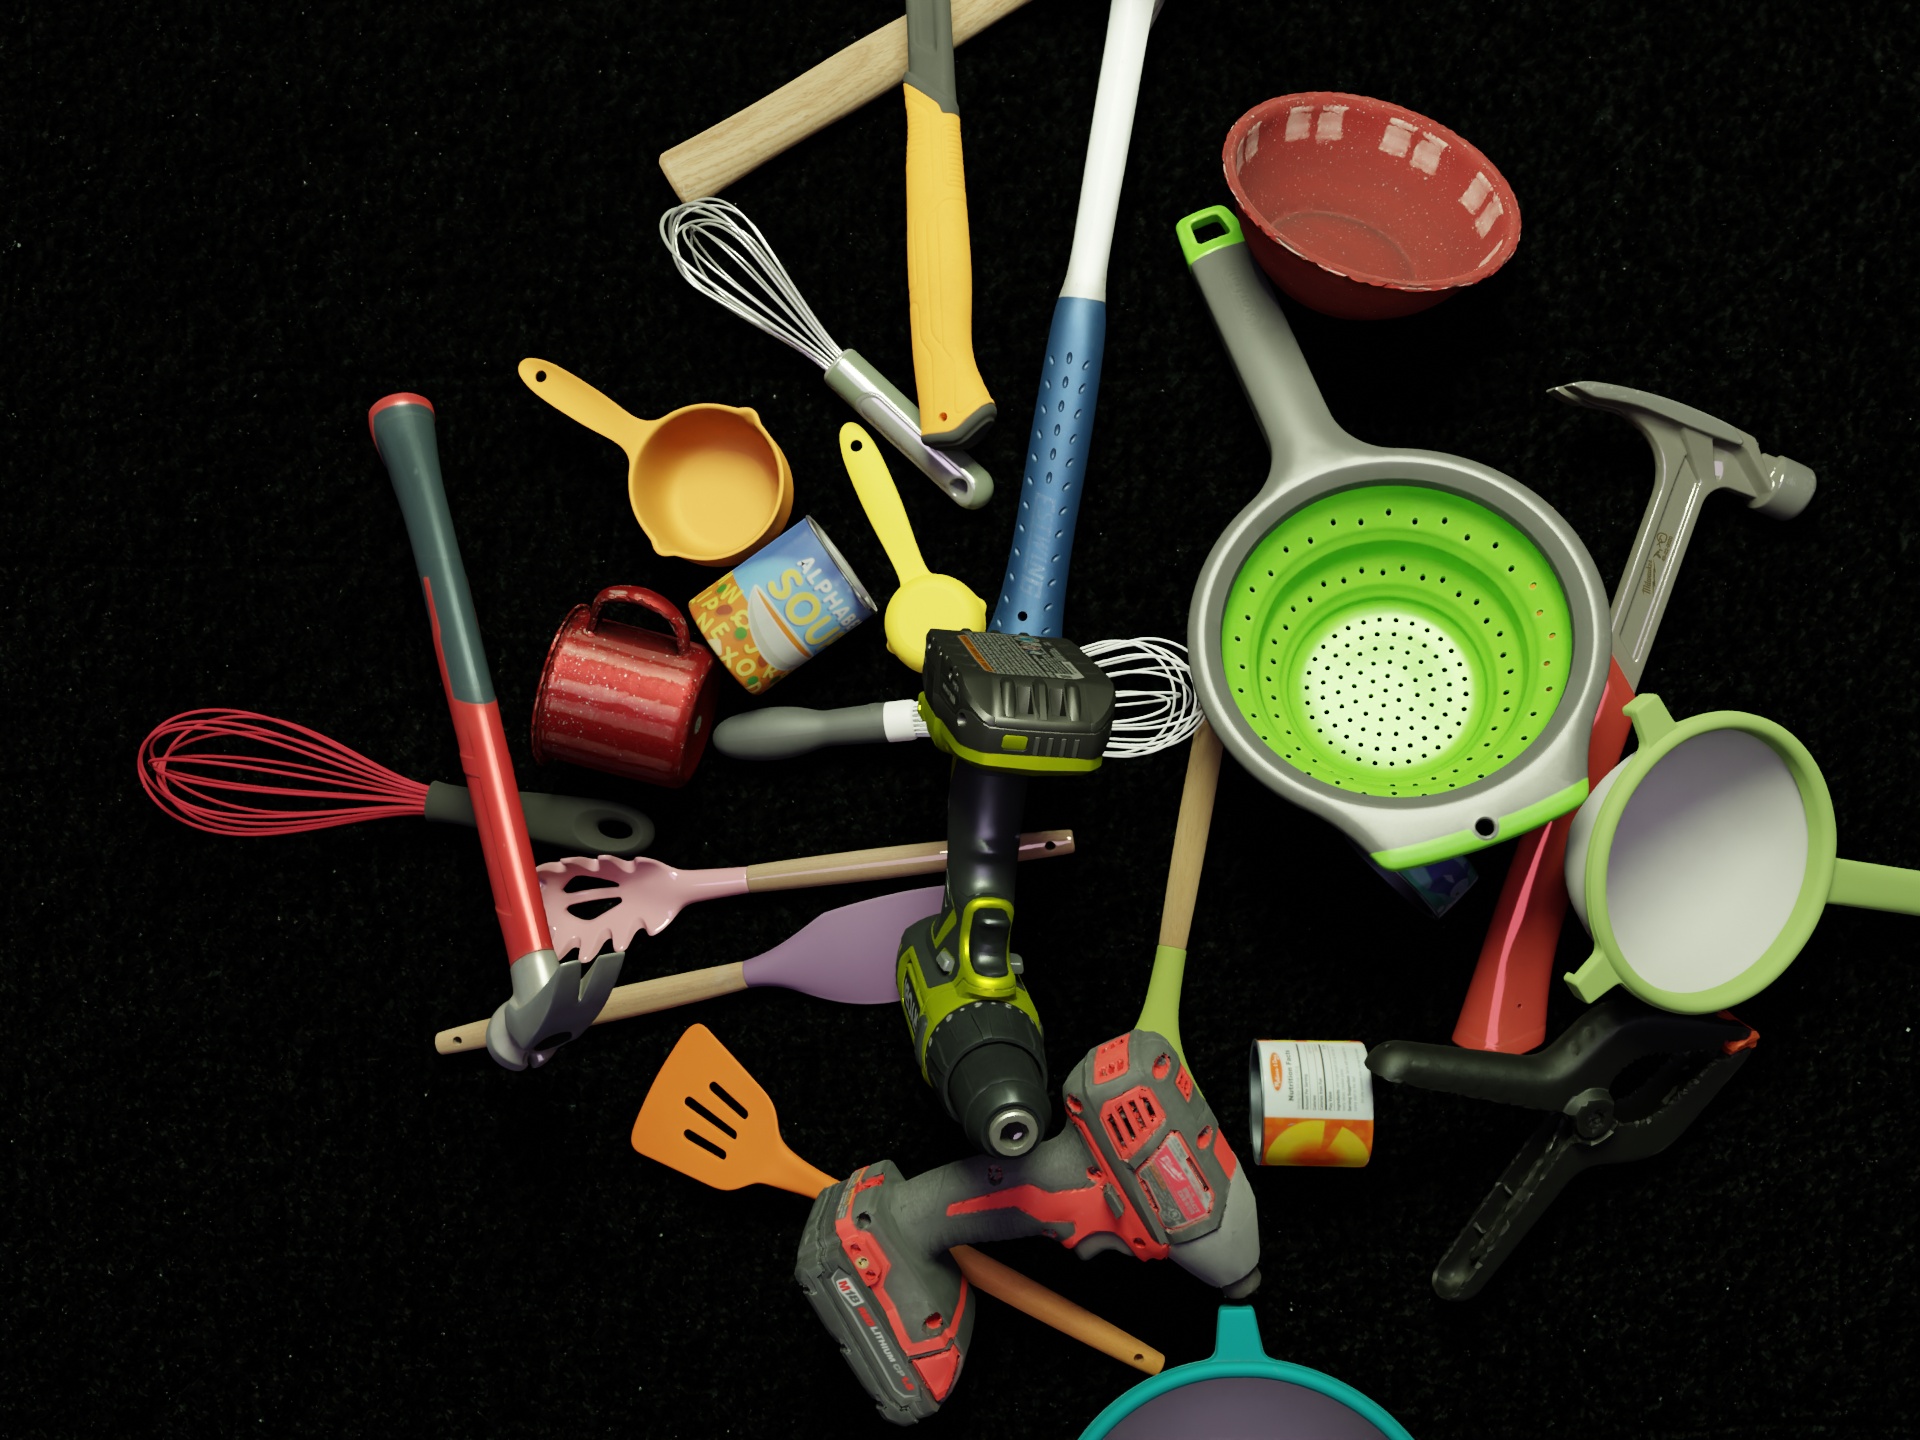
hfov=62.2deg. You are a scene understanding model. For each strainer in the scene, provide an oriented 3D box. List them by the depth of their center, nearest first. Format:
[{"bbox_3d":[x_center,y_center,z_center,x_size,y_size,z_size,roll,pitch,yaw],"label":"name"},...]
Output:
[{"bbox_3d":[0.407,0.074,0.822,0.256,0.069,0.151,9,95,-22],"label":"strainer"},{"bbox_3d":[0.106,0.473,0.829,0.211,0.095,0.340,43,93,8],"label":"strainer"}]

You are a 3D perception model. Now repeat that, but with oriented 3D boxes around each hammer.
[{"bbox_3d":[0.329,0.006,0.850,0.149,0.037,0.359,19,91,-7],"label":"hammer"},{"bbox_3d":[-0.258,-0.017,0.850,0.038,0.143,0.387,-7,68,-33],"label":"hammer"},{"bbox_3d":[-0.022,-0.316,0.870,0.127,0.034,0.337,-4,91,18],"label":"hammer"},{"bbox_3d":[0.075,-0.241,0.874,0.144,0.035,0.405,10,94,6],"label":"hammer"},{"bbox_3d":[-0.022,-0.389,0.913,0.331,0.031,0.130,-30,85,4],"label":"hammer"}]

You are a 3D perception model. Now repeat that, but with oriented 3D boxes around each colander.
[{"bbox_3d":[0.200,-0.103,0.860,0.204,0.094,0.397,-20,68,5],"label":"colander"}]

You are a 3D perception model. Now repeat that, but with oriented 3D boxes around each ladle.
[{"bbox_3d":[0.121,0.099,0.877,0.078,0.062,0.320,10,81,6],"label":"ladle"}]

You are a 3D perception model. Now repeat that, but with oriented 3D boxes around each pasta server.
[{"bbox_3d":[-0.093,0.088,0.893,0.316,0.040,0.060,-7,99,4],"label":"pasta server"}]

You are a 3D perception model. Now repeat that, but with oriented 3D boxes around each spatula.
[{"bbox_3d":[-0.032,0.280,0.887,0.322,0.041,0.081,28,89,2],"label":"spatula"},{"bbox_3d":[-0.146,0.152,0.904,0.316,0.018,0.060,-13,89,4],"label":"spatula"}]

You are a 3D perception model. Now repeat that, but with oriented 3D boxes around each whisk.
[{"bbox_3d":[-0.001,-0.003,0.883,0.284,0.070,0.070,-5,87,10],"label":"whisk"},{"bbox_3d":[-0.075,-0.207,0.902,0.246,0.059,0.057,43,132,2],"label":"whisk"},{"bbox_3d":[-0.322,0.044,0.909,0.296,0.073,0.073,9,88,-1],"label":"whisk"}]

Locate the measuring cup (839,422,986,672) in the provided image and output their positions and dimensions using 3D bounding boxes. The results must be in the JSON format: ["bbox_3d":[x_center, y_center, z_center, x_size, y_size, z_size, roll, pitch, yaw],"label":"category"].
[{"bbox_3d":[-0.035,-0.100,0.900,0.062,0.029,0.156,-24,87,4],"label":"measuring cup"}]

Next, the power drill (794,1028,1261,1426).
[{"bbox_3d":[0.040,0.262,0.810,0.219,0.078,0.143,-28,99,13],"label":"power drill"}]

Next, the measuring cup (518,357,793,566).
[{"bbox_3d":[-0.173,-0.153,0.906,0.173,0.052,0.095,33,91,8],"label":"measuring cup"}]

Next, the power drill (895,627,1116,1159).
[{"bbox_3d":[0.017,0.082,0.779,0.080,0.191,0.228,4,105,-11],"label":"power drill"}]

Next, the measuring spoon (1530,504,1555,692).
[{"bbox_3d":[0.323,-0.062,0.875,0.021,0.011,0.117,0,87,5],"label":"measuring spoon"}]
